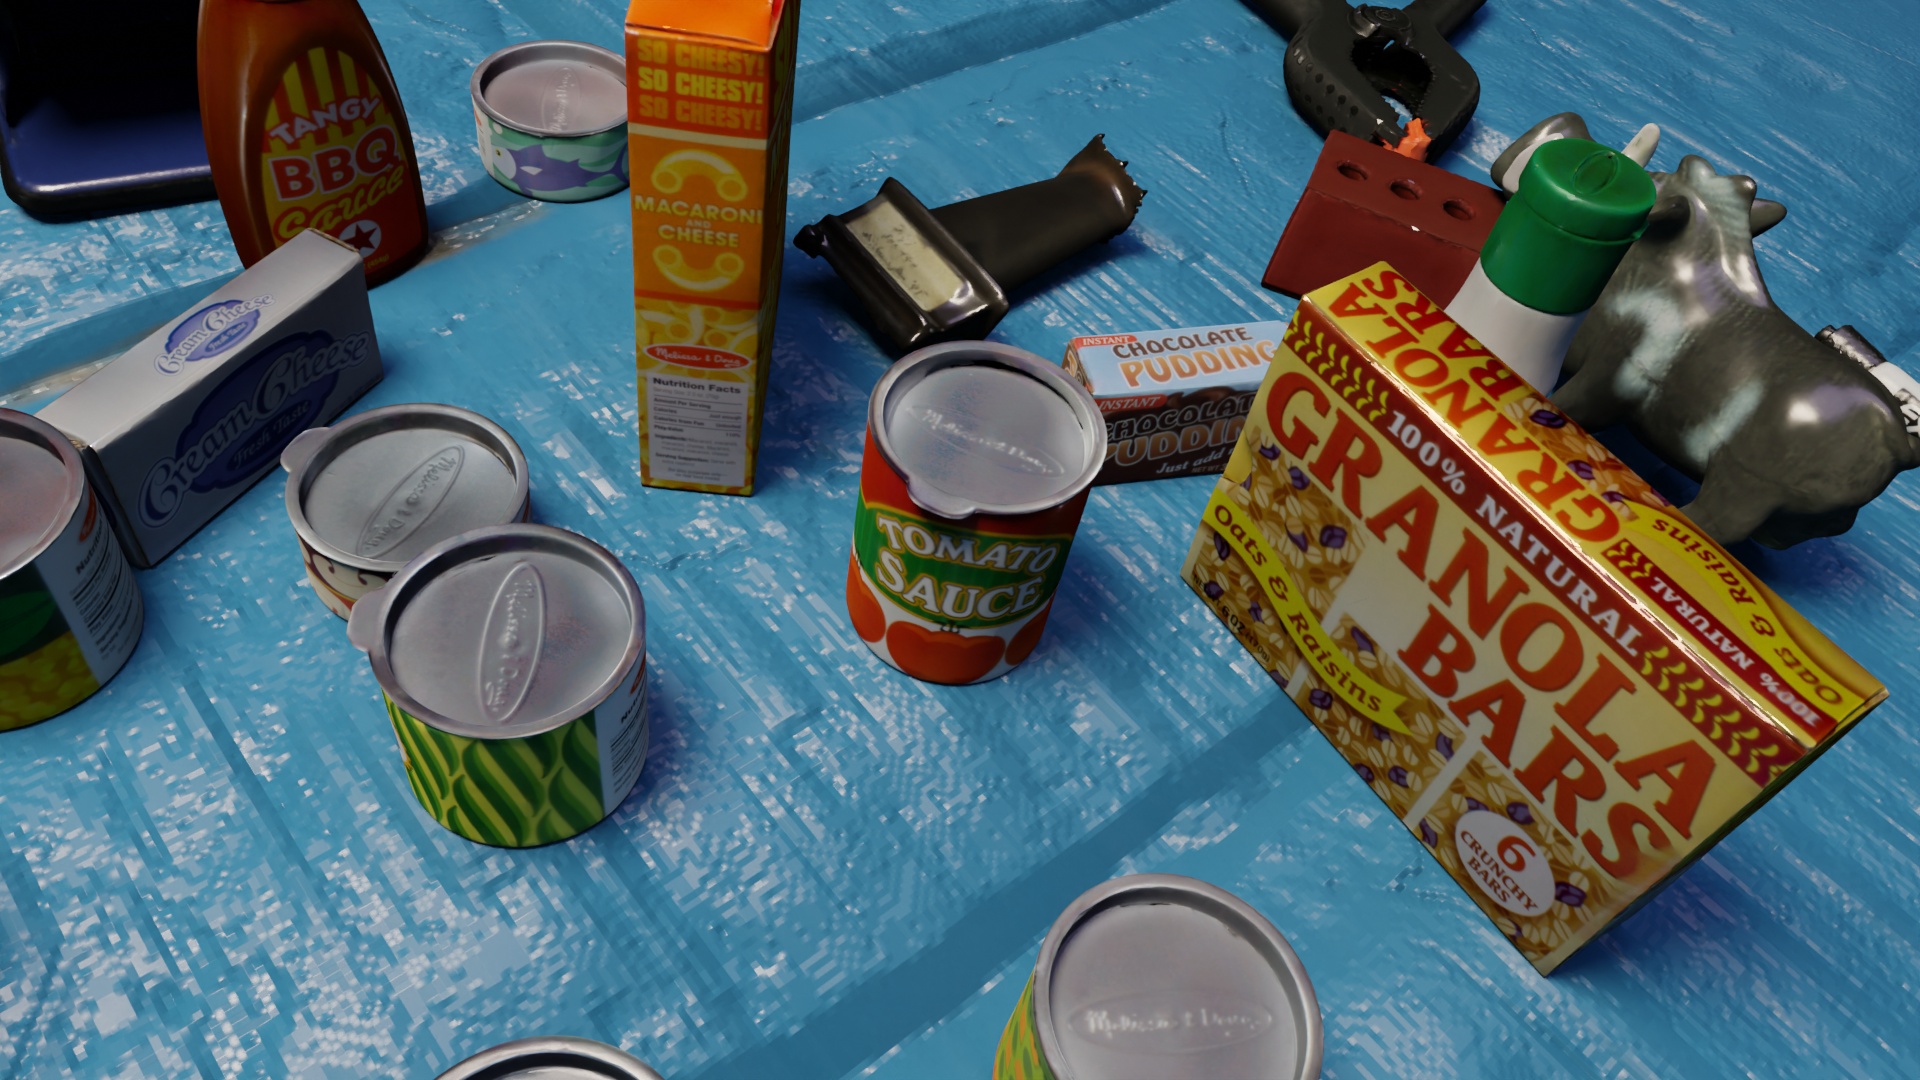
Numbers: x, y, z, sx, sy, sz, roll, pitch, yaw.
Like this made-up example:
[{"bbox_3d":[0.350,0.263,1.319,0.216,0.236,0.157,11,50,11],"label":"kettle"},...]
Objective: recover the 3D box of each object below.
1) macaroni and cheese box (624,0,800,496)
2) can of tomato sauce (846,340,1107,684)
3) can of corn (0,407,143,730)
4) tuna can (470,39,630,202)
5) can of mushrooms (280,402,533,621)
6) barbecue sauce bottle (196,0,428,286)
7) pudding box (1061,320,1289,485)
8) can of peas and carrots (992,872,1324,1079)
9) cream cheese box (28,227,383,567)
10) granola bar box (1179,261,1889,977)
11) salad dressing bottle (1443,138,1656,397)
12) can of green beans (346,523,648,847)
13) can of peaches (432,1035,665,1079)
[{"bbox_3d":[-0.074,-0.115,0.435,0.040,0.165,0.124,5,49,-7],"label":"macaroni and cheese box"},{"bbox_3d":[0.001,-0.005,0.411,0.071,0.082,0.071,6,49,-7],"label":"can of tomato sauce"},{"bbox_3d":[-0.261,0.008,0.363,0.071,0.058,0.071,6,49,-7],"label":"can of corn"},{"bbox_3d":[-0.155,-0.166,0.550,0.071,0.032,0.071,6,49,-7],"label":"tuna can"},{"bbox_3d":[-0.164,-0.008,0.413,0.071,0.033,0.071,6,49,-7],"label":"can of mushrooms"},{"bbox_3d":[-0.214,-0.149,0.448,0.065,0.147,0.044,-33,63,-32],"label":"barbecue sauce bottle"},{"bbox_3d":[0.075,-0.048,0.485,0.084,0.049,0.030,-6,52,-16],"label":"pudding box"},{"bbox_3d":[0.044,0.123,0.326,0.071,0.058,0.071,6,49,-7],"label":"can of peas and carrots"},{"bbox_3d":[-0.221,-0.044,0.420,0.024,0.053,0.104,25,50,10],"label":"cream cheese box"},{"bbox_3d":[0.141,0.022,0.388,0.039,0.123,0.166,-23,58,-27],"label":"granola bar box"},{"bbox_3d":[0.169,-0.057,0.447,0.044,0.146,0.064,35,52,18],"label":"salad dressing bottle"},{"bbox_3d":[-0.116,0.039,0.367,0.071,0.057,0.071,6,49,-7],"label":"can of green beans"},{"bbox_3d":[-0.086,0.146,0.281,0.071,0.057,0.071,6,49,-7],"label":"can of peaches"}]
